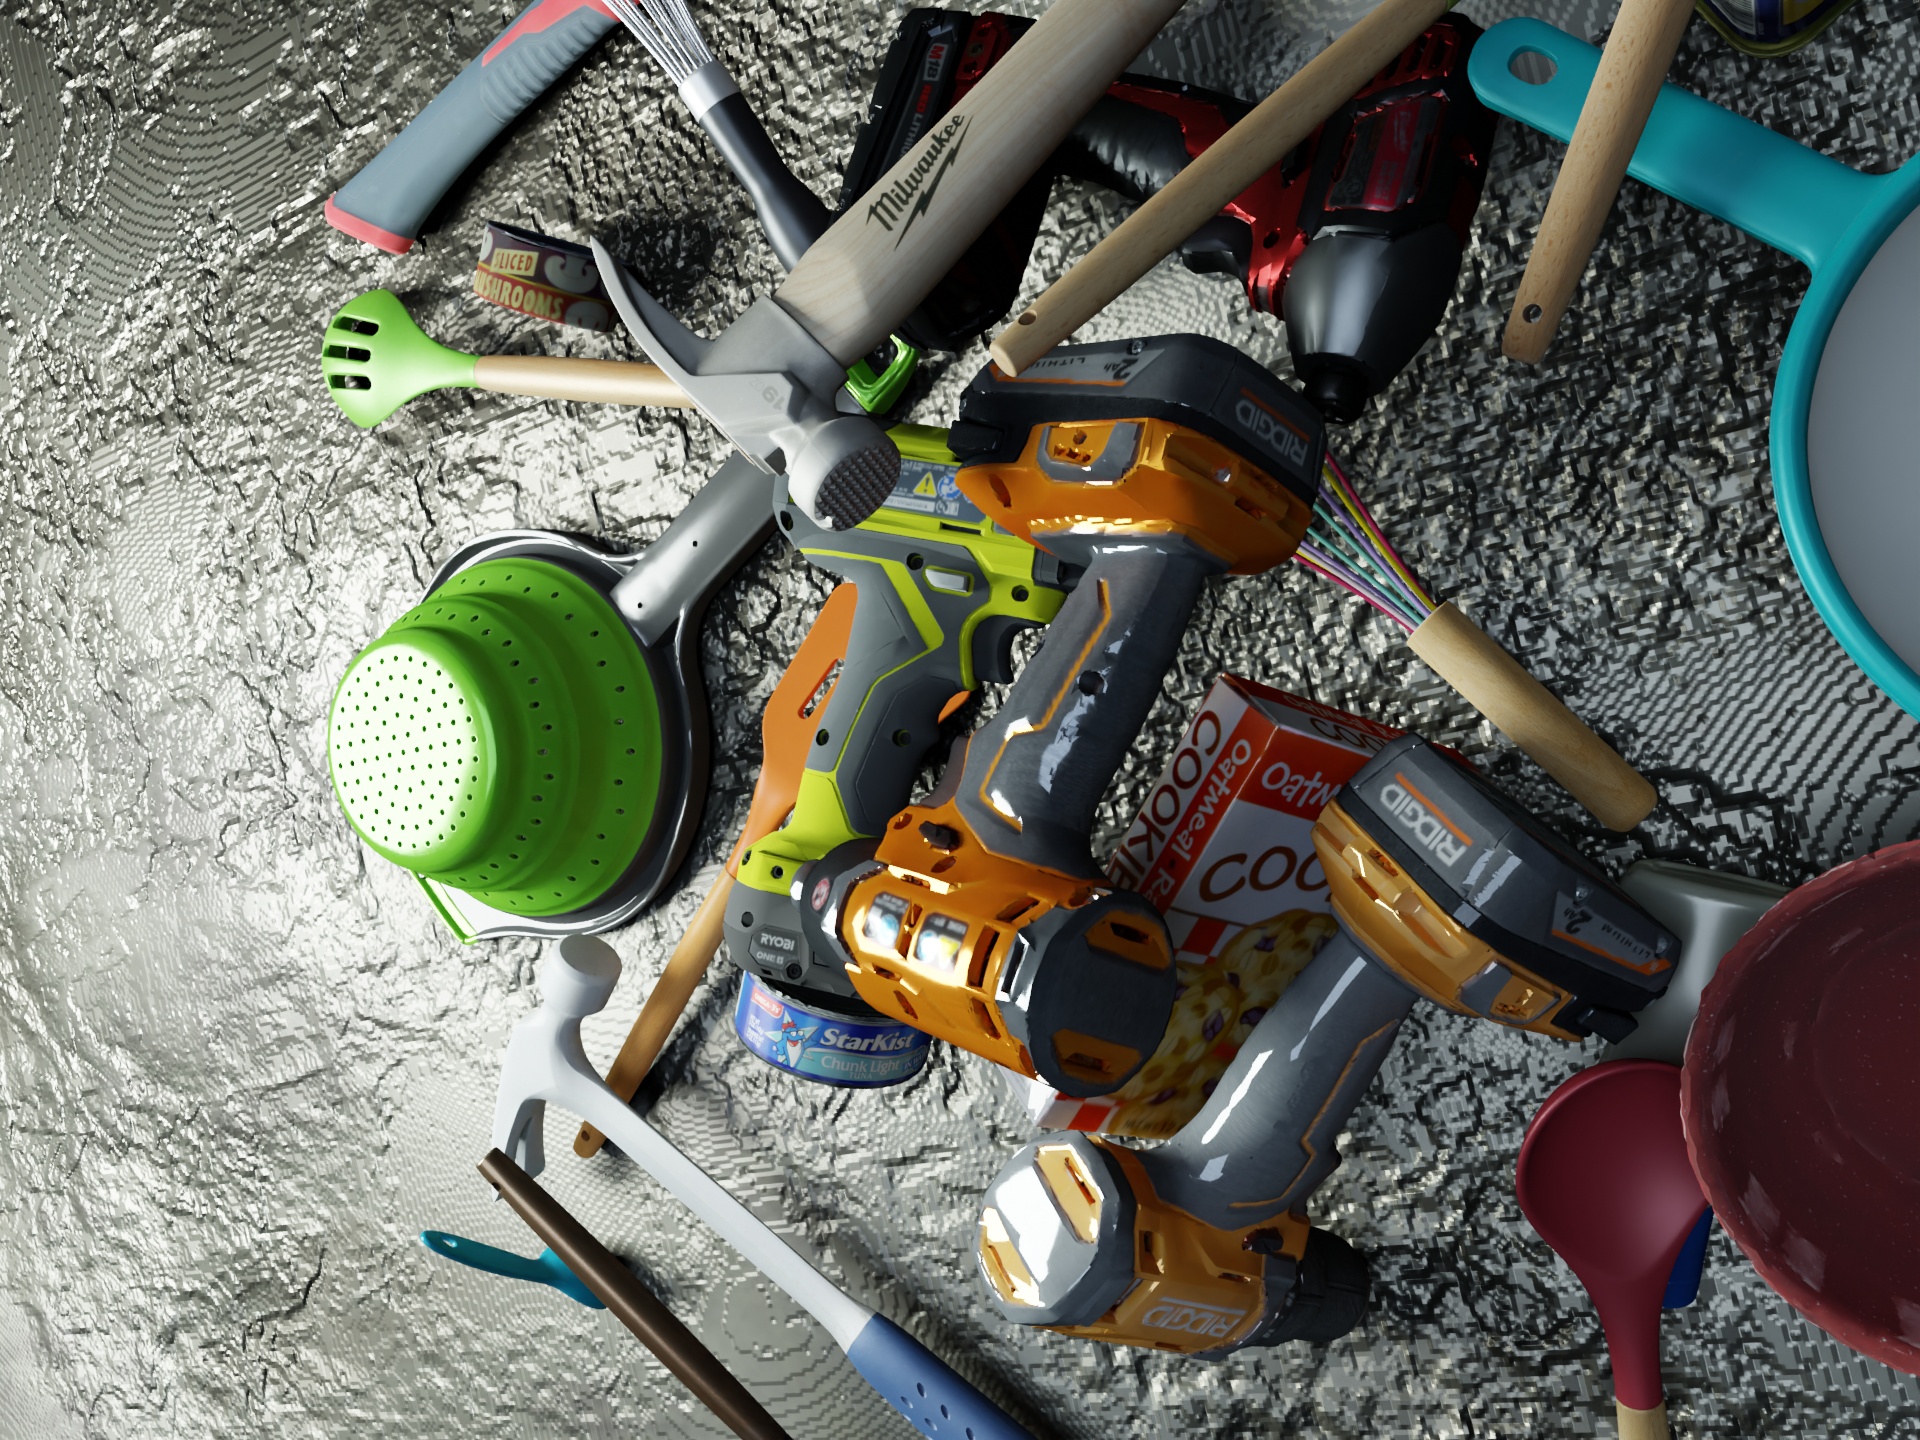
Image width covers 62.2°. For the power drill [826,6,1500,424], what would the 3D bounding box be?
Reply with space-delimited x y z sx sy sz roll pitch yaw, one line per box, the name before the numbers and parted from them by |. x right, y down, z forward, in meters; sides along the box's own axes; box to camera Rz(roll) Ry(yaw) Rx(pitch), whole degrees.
power drill | 0.072 -0.184 0.574 0.220 0.078 0.143 12 78 24

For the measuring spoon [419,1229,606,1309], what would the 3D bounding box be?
measuring spoon | -0.204 0.250 0.750 0.042 0.128 0.021 33 82 38

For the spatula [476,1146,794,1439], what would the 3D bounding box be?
spatula | -0.103 0.308 0.714 0.316 0.018 0.059 45 130 1

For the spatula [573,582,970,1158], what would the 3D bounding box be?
spatula | -0.106 0.087 0.737 0.081 0.041 0.322 40 114 19

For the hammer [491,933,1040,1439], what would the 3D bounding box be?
hammer | -0.054 0.267 0.704 0.406 0.035 0.144 35 116 17

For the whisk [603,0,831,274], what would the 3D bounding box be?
whisk | -0.122 -0.291 0.662 0.070 0.070 0.284 -30 101 26

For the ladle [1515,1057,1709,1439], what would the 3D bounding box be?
ladle | 0.235 0.252 0.540 0.069 0.031 0.315 -11 104 3

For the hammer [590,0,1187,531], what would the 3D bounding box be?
hammer | 0.053 -0.254 0.542 0.410 0.038 0.146 -45 65 1

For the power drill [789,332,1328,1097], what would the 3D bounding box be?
power drill | 0.020 -0.006 0.530 0.164 0.084 0.226 10 79 51

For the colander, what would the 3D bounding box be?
colander | -0.172 -0.040 0.718 0.397 0.094 0.205 -43 75 24

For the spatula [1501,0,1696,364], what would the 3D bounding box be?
spatula | 0.221 -0.255 0.445 0.082 0.044 0.317 26 110 23

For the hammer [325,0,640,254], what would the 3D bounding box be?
hammer | -0.164 -0.350 0.720 0.386 0.038 0.143 -30 79 26

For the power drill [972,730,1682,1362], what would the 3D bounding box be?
power drill | 0.134 0.131 0.544 0.226 0.185 0.084 -51 41 13

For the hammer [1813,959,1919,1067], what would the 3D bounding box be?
hammer | 0.410 0.184 0.460 0.128 0.033 0.331 -39 81 25

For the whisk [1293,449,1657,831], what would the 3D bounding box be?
whisk | 0.155 -0.053 0.580 0.245 0.051 0.047 46 107 13

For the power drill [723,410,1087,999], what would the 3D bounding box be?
power drill | -0.001 -0.002 0.628 0.171 0.080 0.223 11 90 11

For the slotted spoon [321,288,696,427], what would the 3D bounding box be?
slotted spoon | -0.203 -0.163 0.739 0.314 0.031 0.070 12 97 33

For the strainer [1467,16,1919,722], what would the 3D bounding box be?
strainer | 0.301 -0.113 0.474 0.341 0.095 0.211 41 102 25

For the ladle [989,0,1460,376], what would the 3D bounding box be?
ladle | 0.127 -0.222 0.498 0.320 0.062 0.078 -42 48 -7
